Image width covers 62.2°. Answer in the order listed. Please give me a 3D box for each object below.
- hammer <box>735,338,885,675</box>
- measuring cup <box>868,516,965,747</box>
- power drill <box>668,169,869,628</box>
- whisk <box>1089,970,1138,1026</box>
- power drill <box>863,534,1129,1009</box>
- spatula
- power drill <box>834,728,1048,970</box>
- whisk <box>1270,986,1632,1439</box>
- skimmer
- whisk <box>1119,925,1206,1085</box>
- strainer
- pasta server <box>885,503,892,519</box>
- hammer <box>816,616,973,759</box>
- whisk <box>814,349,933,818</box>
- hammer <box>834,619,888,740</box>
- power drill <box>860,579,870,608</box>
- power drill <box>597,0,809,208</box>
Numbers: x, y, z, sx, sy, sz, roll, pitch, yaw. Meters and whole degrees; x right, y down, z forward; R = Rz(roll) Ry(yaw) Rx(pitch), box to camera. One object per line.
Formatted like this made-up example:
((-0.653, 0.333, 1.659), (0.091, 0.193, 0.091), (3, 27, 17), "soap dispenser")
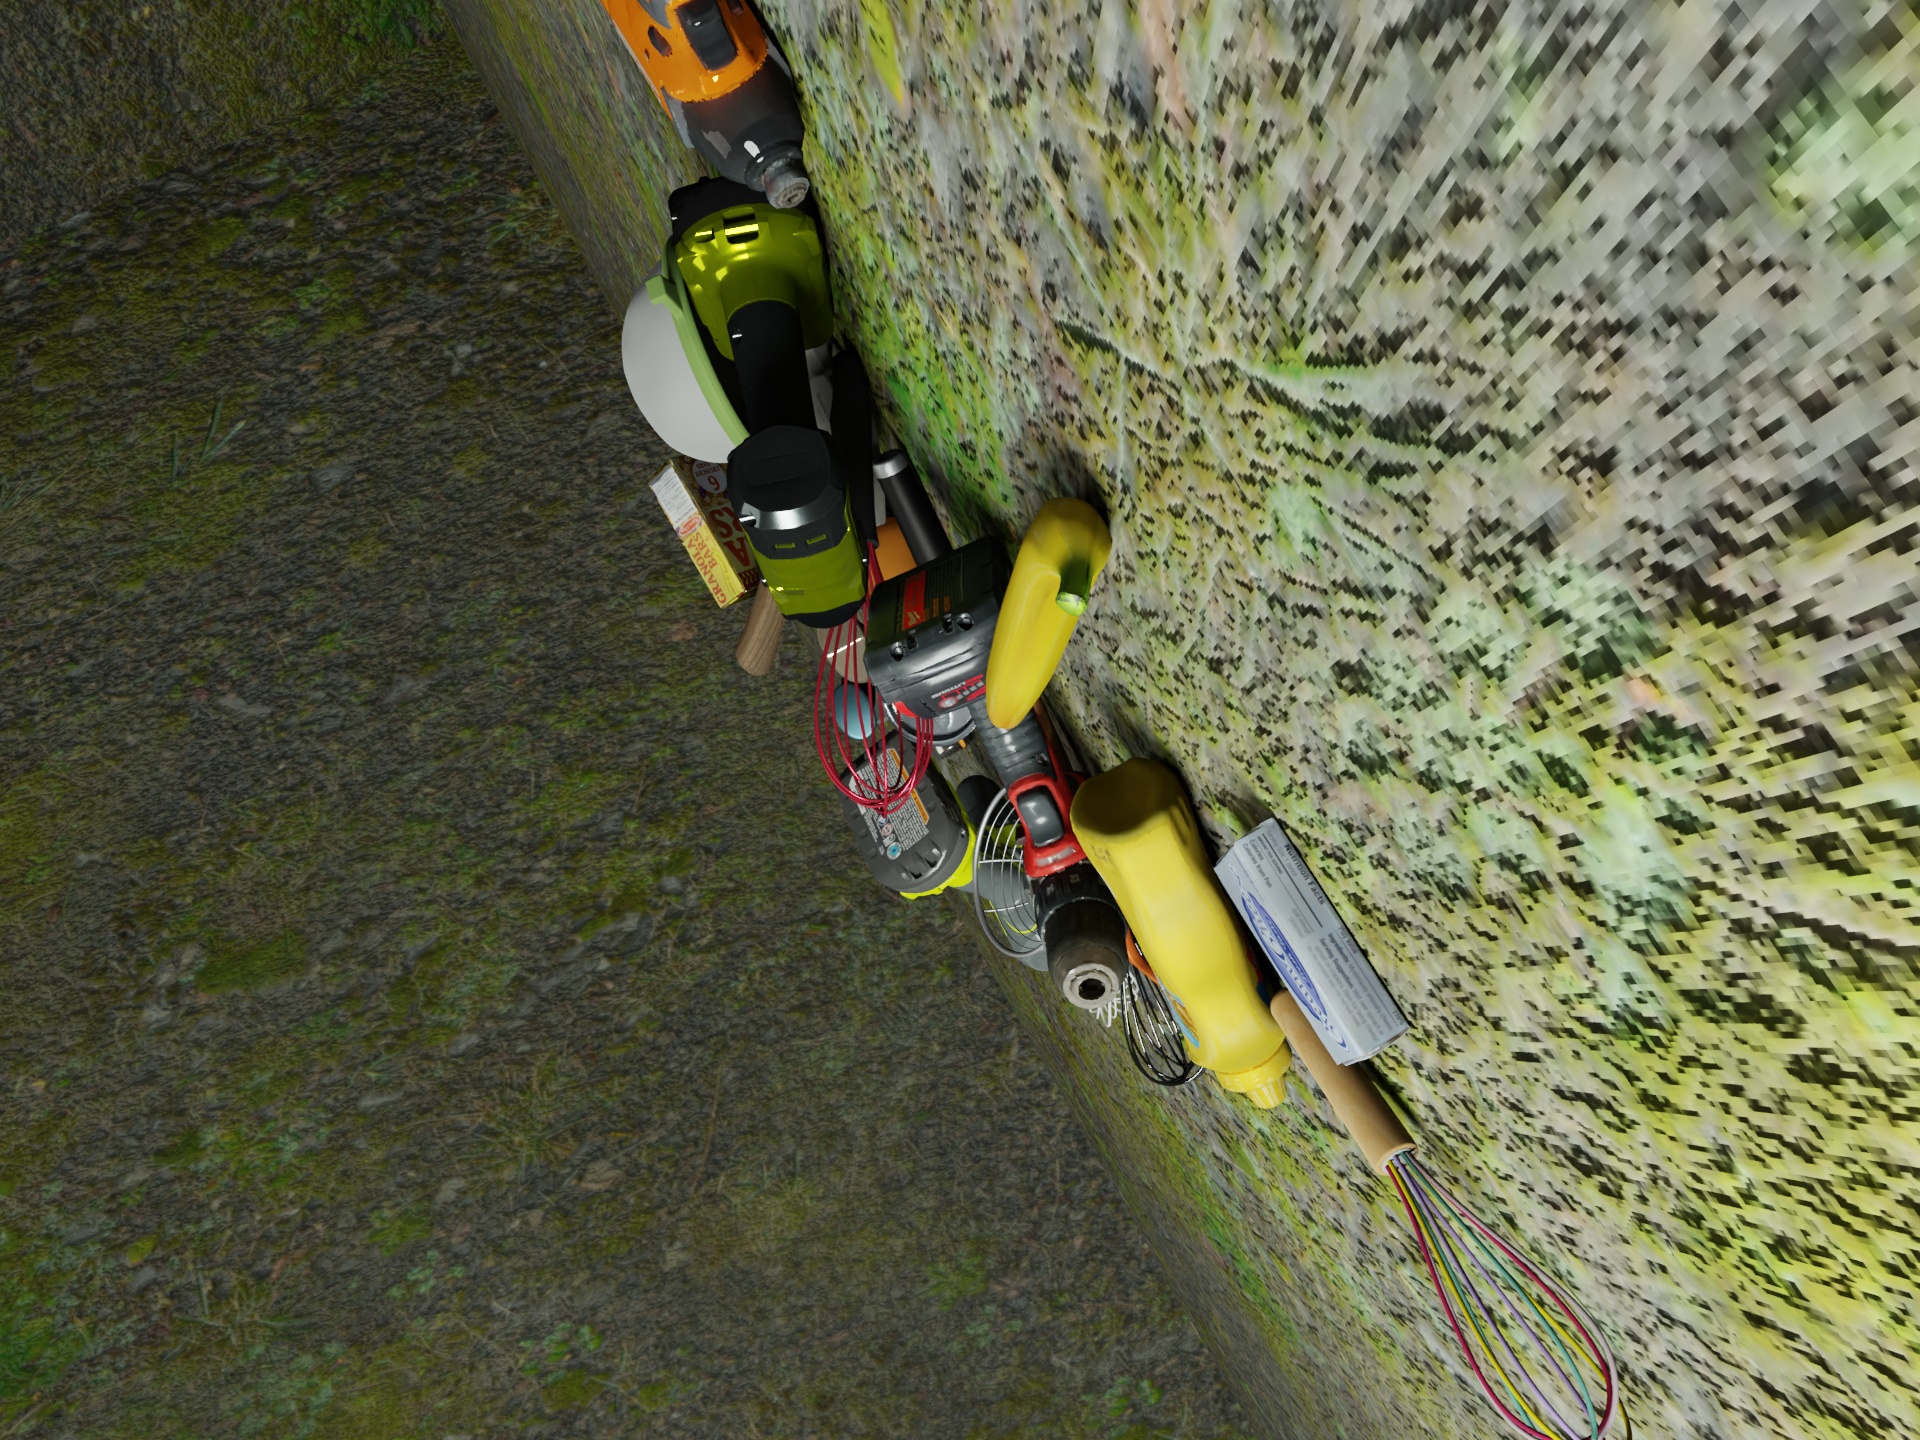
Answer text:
((-0.119, -0.128, 1.145), (0.130, 0.031, 0.331), (64, 152, 21), "hammer")
((-0.022, -0.066, 1.144), (0.173, 0.052, 0.095), (60, 173, -8), "measuring cup")
((-0.096, -0.168, 0.864), (0.171, 0.080, 0.223), (79, 179, -70), "power drill")
((0.111, 0.179, 1.206), (0.246, 0.059, 0.058), (84, -176, -63), "whisk")
((0.032, 0.032, 0.871), (0.188, 0.080, 0.226), (-90, -25, -62), "power drill")
((0.090, 0.071, 1.016), (0.322, 0.041, 0.081), (66, 173, -6), "spatula")
((0.001, 0.094, 1.299), (0.228, 0.080, 0.191), (34, -158, -50), "power drill")
((0.202, 0.207, 0.684), (0.245, 0.047, 0.051), (-120, 17, -47), "whisk")
((-0.002, -0.003, 1.075), (0.127, 0.090, 0.363), (24, 144, 57), "skimmer")
((0.110, 0.147, 1.078), (0.239, 0.055, 0.055), (67, 172, -14), "whisk")
((-0.173, -0.250, 1.030), (0.257, 0.069, 0.151), (-97, -16, -54), "strainer")
((-0.098, -0.240, 1.105), (0.060, 0.040, 0.315), (54, 174, 45), "pasta server")
((-0.061, -0.050, 1.258), (0.146, 0.038, 0.410), (61, -176, 8), "hammer")
((-0.059, -0.086, 0.958), (0.073, 0.073, 0.296), (90, 174, -76), "whisk")
((-0.087, -0.037, 1.352), (0.128, 0.033, 0.331), (62, -177, -11), "hammer")
((-0.127, -0.187, 1.259), (0.220, 0.078, 0.143), (61, 176, 3), "power drill")
((-0.123, -0.331, 0.693), (0.164, 0.084, 0.226), (59, 177, 8), "power drill")
